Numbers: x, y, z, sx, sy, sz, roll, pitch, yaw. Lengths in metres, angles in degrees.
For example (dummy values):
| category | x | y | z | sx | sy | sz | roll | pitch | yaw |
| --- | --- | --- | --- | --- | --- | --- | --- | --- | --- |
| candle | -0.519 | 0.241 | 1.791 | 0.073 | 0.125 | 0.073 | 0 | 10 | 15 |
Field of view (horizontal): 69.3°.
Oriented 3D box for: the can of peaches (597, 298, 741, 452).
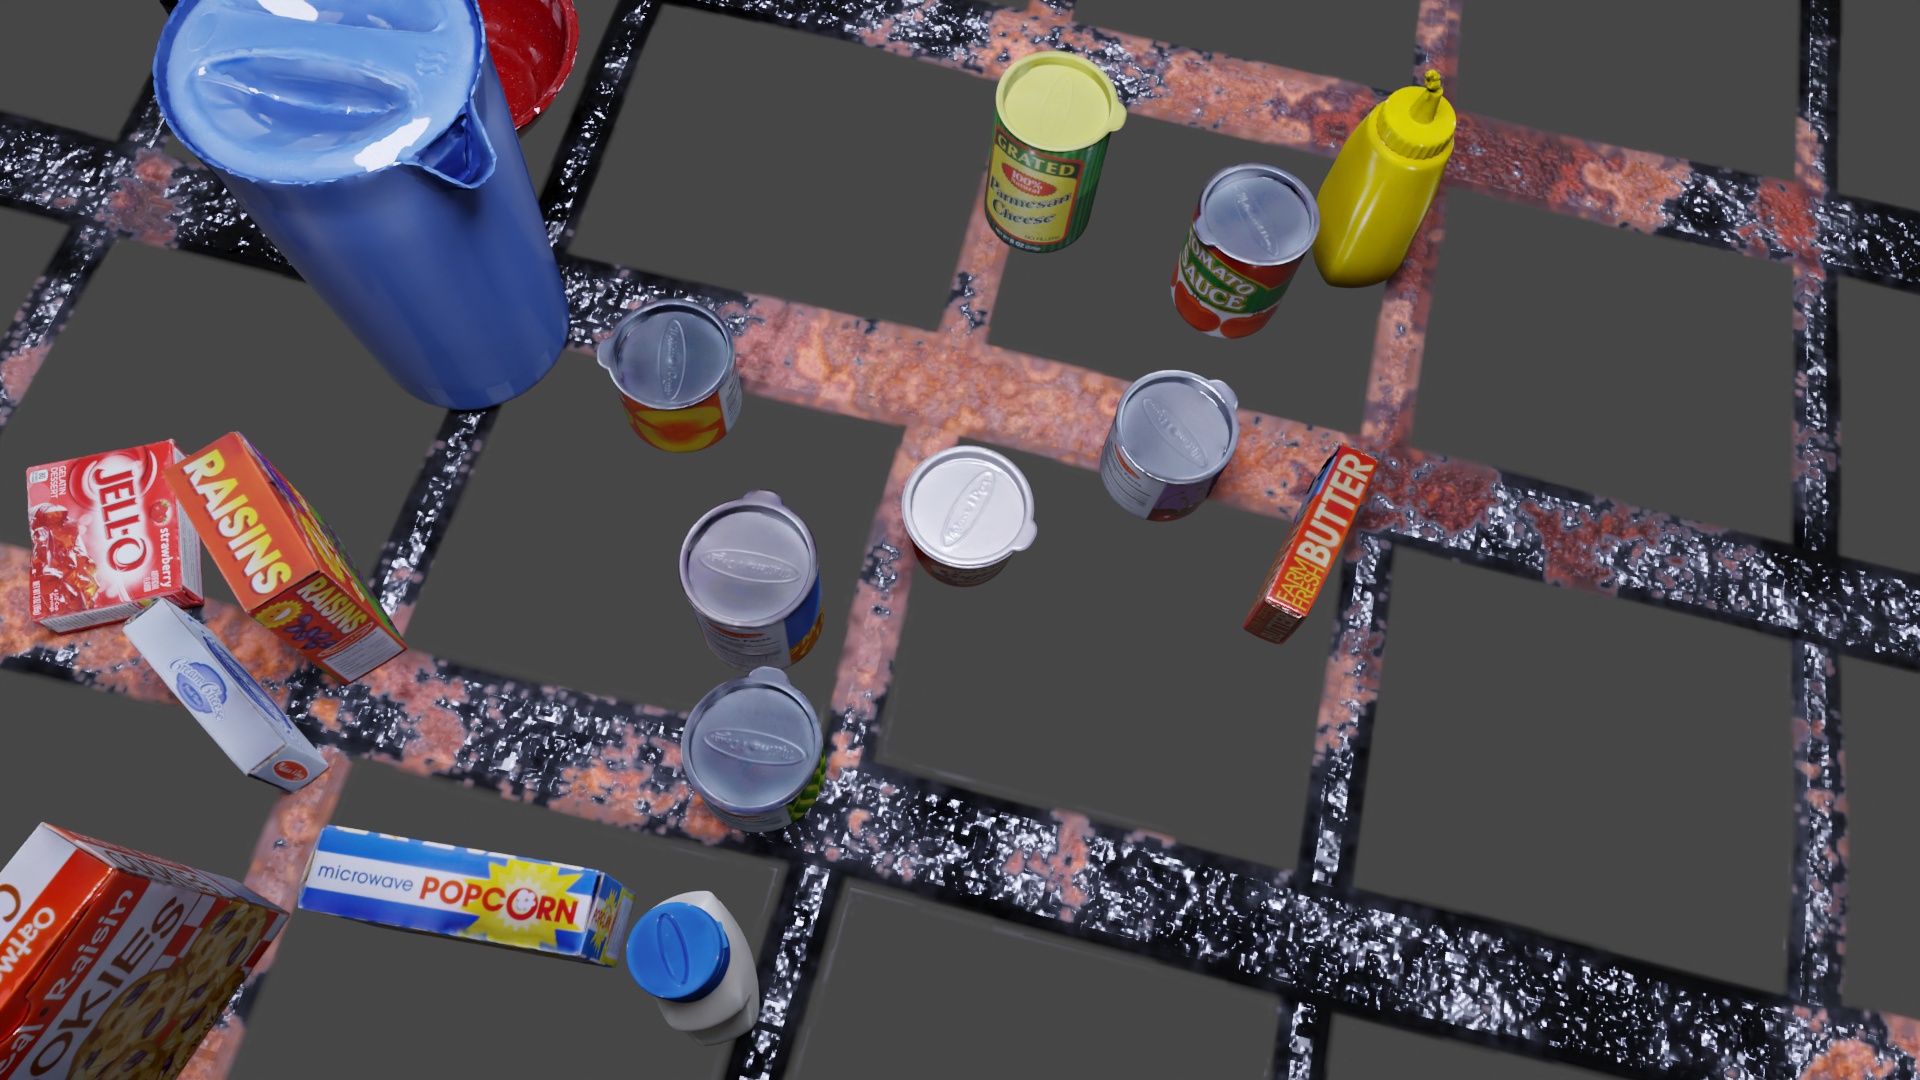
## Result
| category | x | y | z | sx | sy | sz | roll | pitch | yaw |
| --- | --- | --- | --- | --- | --- | --- | --- | --- | --- |
| can of peaches | -0.156 | -0.088 | 0.754 | 0.071 | 0.058 | 0.071 | 1 | 68 | -3 |

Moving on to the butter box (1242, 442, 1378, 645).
| category | x | y | z | sx | sy | sz | roll | pitch | yaw |
| --- | --- | --- | --- | --- | --- | --- | --- | --- | --- |
| butter box | 0.186 | 0.003 | 0.741 | 0.024 | 0.053 | 0.104 | 27 | 69 | 7 |

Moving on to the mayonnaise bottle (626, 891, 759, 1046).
| category | x | y | z | sx | sy | sz | roll | pitch | yaw |
| --- | --- | --- | --- | --- | --- | --- | --- | --- | --- |
| mayonnaise bottle | -0.114 | 0.183 | 0.600 | 0.041 | 0.147 | 0.065 | -18 | 71 | -10 |

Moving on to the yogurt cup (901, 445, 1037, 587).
| category | x | y | z | sx | sy | sz | roll | pitch | yaw |
| --- | --- | --- | --- | --- | --- | --- | --- | --- | --- |
| yogurt cup | 0.003 | -0.009 | 0.734 | 0.072 | 0.053 | 0.072 | 1 | 68 | -3 |

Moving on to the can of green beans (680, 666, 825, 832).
| category | x | y | z | sx | sy | sz | roll | pitch | yaw |
| --- | --- | --- | --- | --- | --- | --- | --- | --- | --- |
| can of green beans | -0.100 | 0.106 | 0.680 | 0.071 | 0.057 | 0.071 | 1 | 68 | -3 |

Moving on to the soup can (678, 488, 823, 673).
| category | x | y | z | sx | sy | sz | roll | pitch | yaw |
| --- | --- | --- | --- | --- | --- | --- | --- | --- | --- |
| soup can | -0.102 | 0.022 | 0.699 | 0.071 | 0.083 | 0.071 | 1 | 69 | -3 |

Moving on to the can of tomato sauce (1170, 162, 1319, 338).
| category | x | y | z | sx | sy | sz | roll | pitch | yaw |
| --- | --- | --- | --- | --- | --- | --- | --- | --- | --- |
| can of tomato sauce | 0.158 | -0.161 | 0.788 | 0.071 | 0.082 | 0.071 | 1 | 69 | -3 |

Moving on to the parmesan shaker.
| category | x | y | z | sx | sy | sz | roll | pitch | yaw |
| --- | --- | --- | --- | --- | --- | --- | --- | --- | --- |
| parmesan shaker | 0.052 | -0.218 | 0.794 | 0.071 | 0.102 | 0.071 | 1 | 69 | -3 |

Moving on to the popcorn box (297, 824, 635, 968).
| category | x | y | z | sx | sy | sz | roll | pitch | yaw |
| --- | --- | --- | --- | --- | --- | --- | --- | --- | --- |
| popcorn box | -0.221 | 0.164 | 0.635 | 0.127 | 0.085 | 0.038 | 9 | 69 | 0 |

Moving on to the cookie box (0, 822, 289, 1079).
| category | x | y | z | sx | sy | sz | roll | pitch | yaw |
| --- | --- | --- | --- | --- | --- | --- | --- | --- | --- |
| cookie box | -0.361 | 0.192 | 0.571 | 0.040 | 0.166 | 0.123 | 27 | 70 | 7 |

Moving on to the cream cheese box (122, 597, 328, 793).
| category | x | y | z | sx | sy | sz | roll | pitch | yaw |
| --- | --- | --- | --- | --- | --- | --- | --- | --- | --- |
| cream cheese box | -0.358 | 0.077 | 0.678 | 0.104 | 0.053 | 0.024 | 43 | 72 | 13 |

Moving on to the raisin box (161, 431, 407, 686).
| category | x | y | z | sx | sy | sz | roll | pitch | yaw |
| --- | --- | --- | --- | --- | --- | --- | --- | --- | --- |
| raisin box | -0.321 | 0.012 | 0.669 | 0.040 | 0.123 | 0.086 | -33 | 74 | -15 |

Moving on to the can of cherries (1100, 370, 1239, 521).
| category | x | y | z | sx | sy | sz | roll | pitch | yaw |
| --- | --- | --- | --- | --- | --- | --- | --- | --- | --- |
| can of cherries | 0.115 | -0.051 | 0.755 | 0.071 | 0.058 | 0.072 | 1 | 68 | -3 |

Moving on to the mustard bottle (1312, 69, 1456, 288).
| category | x | y | z | sx | sy | sz | roll | pitch | yaw |
| --- | --- | --- | --- | --- | --- | --- | --- | --- | --- |
| mustard bottle | 0.237 | -0.202 | 0.768 | 0.049 | 0.159 | 0.065 | -3 | 69 | -4 |
